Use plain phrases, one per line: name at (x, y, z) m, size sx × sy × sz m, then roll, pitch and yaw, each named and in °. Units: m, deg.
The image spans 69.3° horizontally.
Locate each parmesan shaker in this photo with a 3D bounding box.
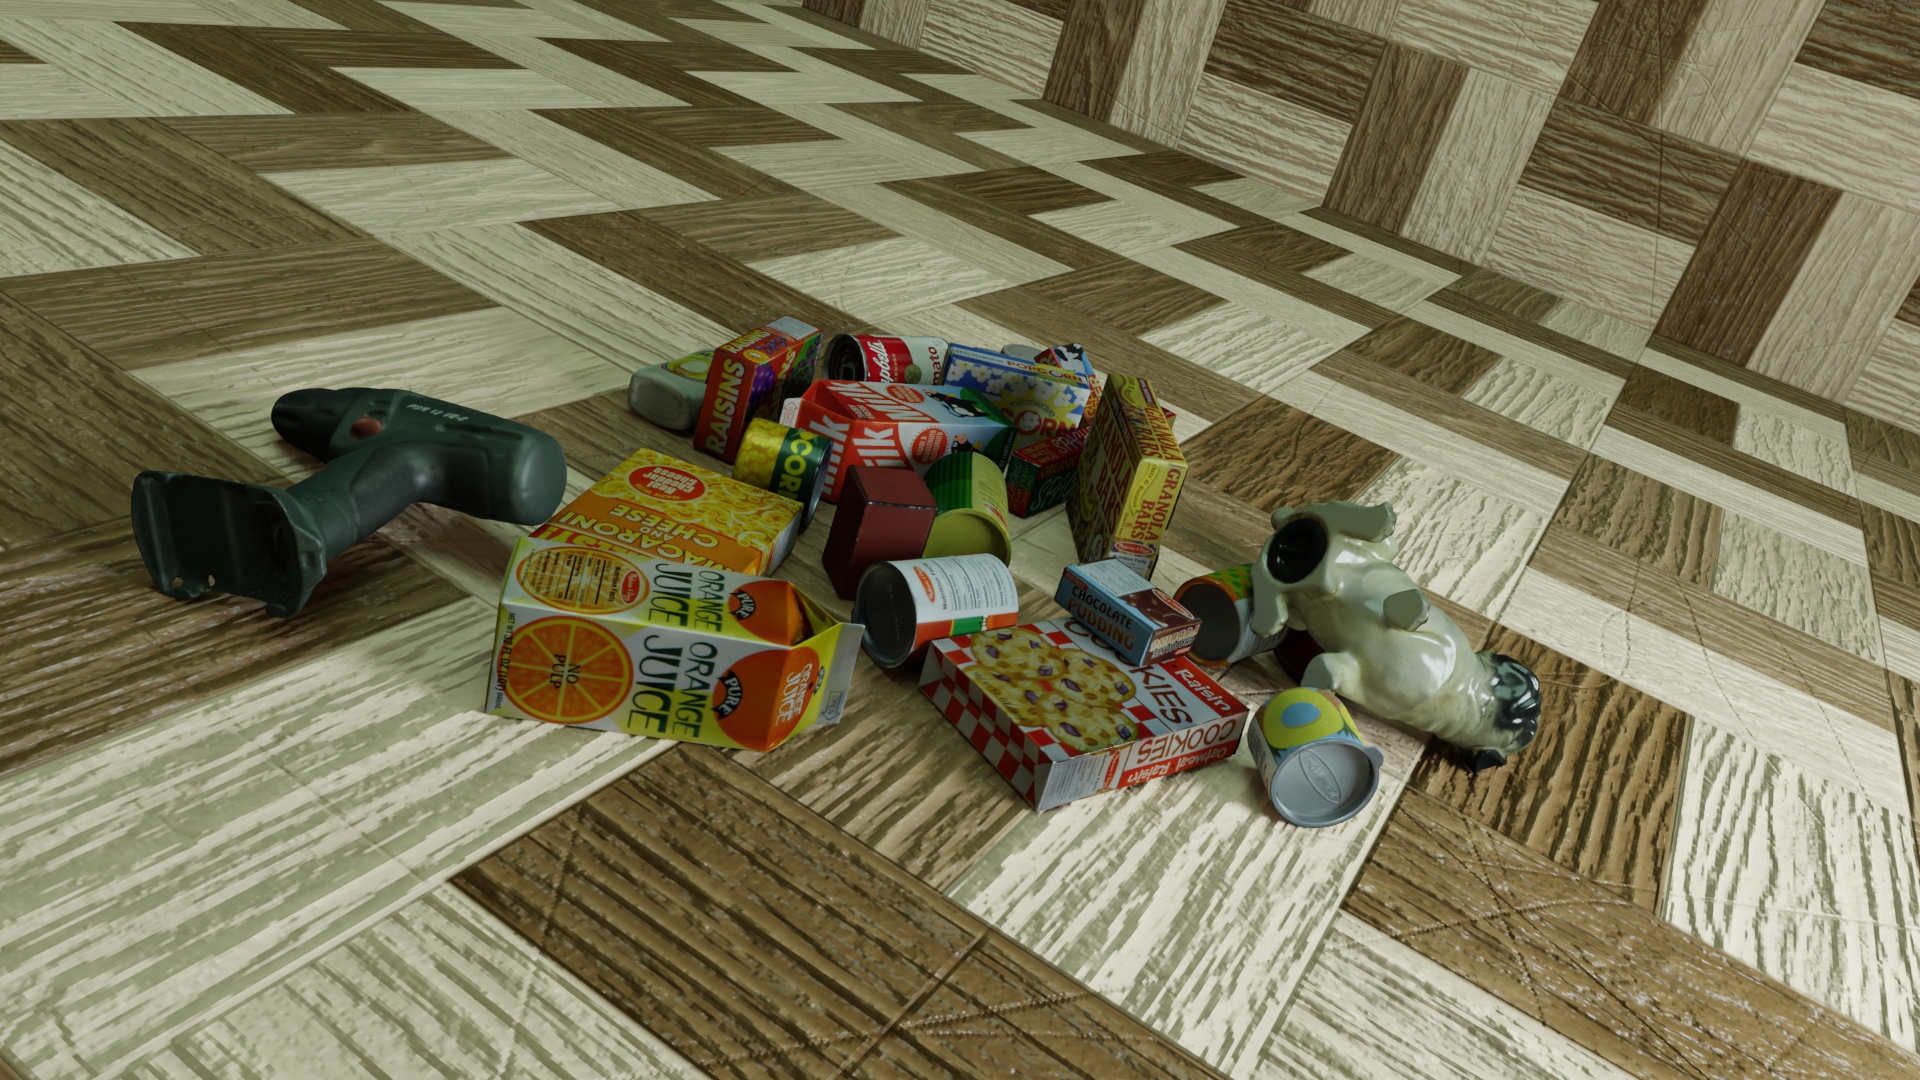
parmesan shaker at (0.004, -0.013, 1.007) m, size 0.071 × 0.071 × 0.103 m, roll 14°, pitch 25°, yaw -7°

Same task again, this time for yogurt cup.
yogurt cup at (0.059, -0.152, 1.320) m, size 0.072 × 0.053 × 0.073 m, roll 14°, pitch 27°, yaw -7°

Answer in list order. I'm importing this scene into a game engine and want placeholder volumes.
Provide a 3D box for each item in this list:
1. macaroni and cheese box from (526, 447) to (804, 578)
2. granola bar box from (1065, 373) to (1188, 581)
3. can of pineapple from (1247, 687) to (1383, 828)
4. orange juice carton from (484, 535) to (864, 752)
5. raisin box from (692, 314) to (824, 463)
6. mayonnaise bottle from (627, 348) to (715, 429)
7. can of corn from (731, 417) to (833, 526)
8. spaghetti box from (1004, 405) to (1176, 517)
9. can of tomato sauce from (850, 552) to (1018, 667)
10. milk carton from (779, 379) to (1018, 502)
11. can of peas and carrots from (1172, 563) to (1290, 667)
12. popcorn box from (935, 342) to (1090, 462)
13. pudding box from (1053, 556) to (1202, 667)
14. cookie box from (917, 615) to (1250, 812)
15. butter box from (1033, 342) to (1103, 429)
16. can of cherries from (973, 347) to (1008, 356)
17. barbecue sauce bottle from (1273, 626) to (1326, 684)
macaroni and cheese box at (-0.187, 0.002, 0.887) m, size 0.124 × 0.040 × 0.167 m, roll 19°, pitch 26°, yaw 5°
granola bar box at (0.124, -0.040, 1.063) m, size 0.039 × 0.123 × 0.166 m, roll 11°, pitch 27°, yaw -9°
can of pineapple at (0.215, 0.131, 0.847) m, size 0.071 × 0.070 × 0.058 m, roll 12°, pitch 26°, yaw -11°
orange juice carton at (-0.153, 0.060, 0.760) m, size 0.193 × 0.071 × 0.073 m, roll 10°, pitch 27°, yaw -13°
raisin box at (-0.158, -0.122, 1.094) m, size 0.040 × 0.085 × 0.124 m, roll 24°, pitch 27°, yaw 10°
mayonnaise bottle at (-0.205, -0.131, 1.134) m, size 0.065 × 0.041 × 0.149 m, roll 23°, pitch 27°, yaw 15°
can of corn at (-0.128, -0.049, 0.991) m, size 0.058 × 0.070 × 0.071 m, roll 16°, pitch 26°, yaw -1°
spaghetti box at (0.115, -0.073, 1.205) m, size 0.029 × 0.050 × 0.251 m, roll 29°, pitch 29°, yaw 25°
can of tomato sauce at (-0.016, 0.044, 0.884) m, size 0.083 × 0.071 × 0.071 m, roll -5°, pitch 33°, yaw -38°
milk carton at (-0.058, -0.077, 1.082) m, size 0.191 × 0.072 × 0.074 m, roll -2°, pitch 32°, yaw -33°
can of peas and carrots at (0.190, 0.053, 0.988) m, size 0.059 × 0.070 × 0.071 m, roll -11°, pitch 37°, yaw -43°
popcorn box at (0.039, -0.114, 1.198) m, size 0.127 × 0.084 × 0.038 m, roll 12°, pitch 27°, yaw -12°
pudding box at (0.107, 0.045, 0.899) m, size 0.050 × 0.030 × 0.084 m, roll -9°, pitch 35°, yaw -43°
cookie box at (0.077, 0.099, 0.859) m, size 0.168 × 0.040 × 0.123 m, roll -7°, pitch 34°, yaw -38°
butter box at (0.111, -0.132, 1.283) m, size 0.053 × 0.024 × 0.103 m, roll -19°, pitch 81°, yaw -52°
can of cherries at (0.020, -0.136, 1.262) m, size 0.071 × 0.058 × 0.072 m, roll 14°, pitch 27°, yaw -7°
barbecue sauce bottle at (0.304, 0.080, 1.028) m, size 0.149 × 0.043 × 0.065 m, roll 2°, pitch 36°, yaw -29°
